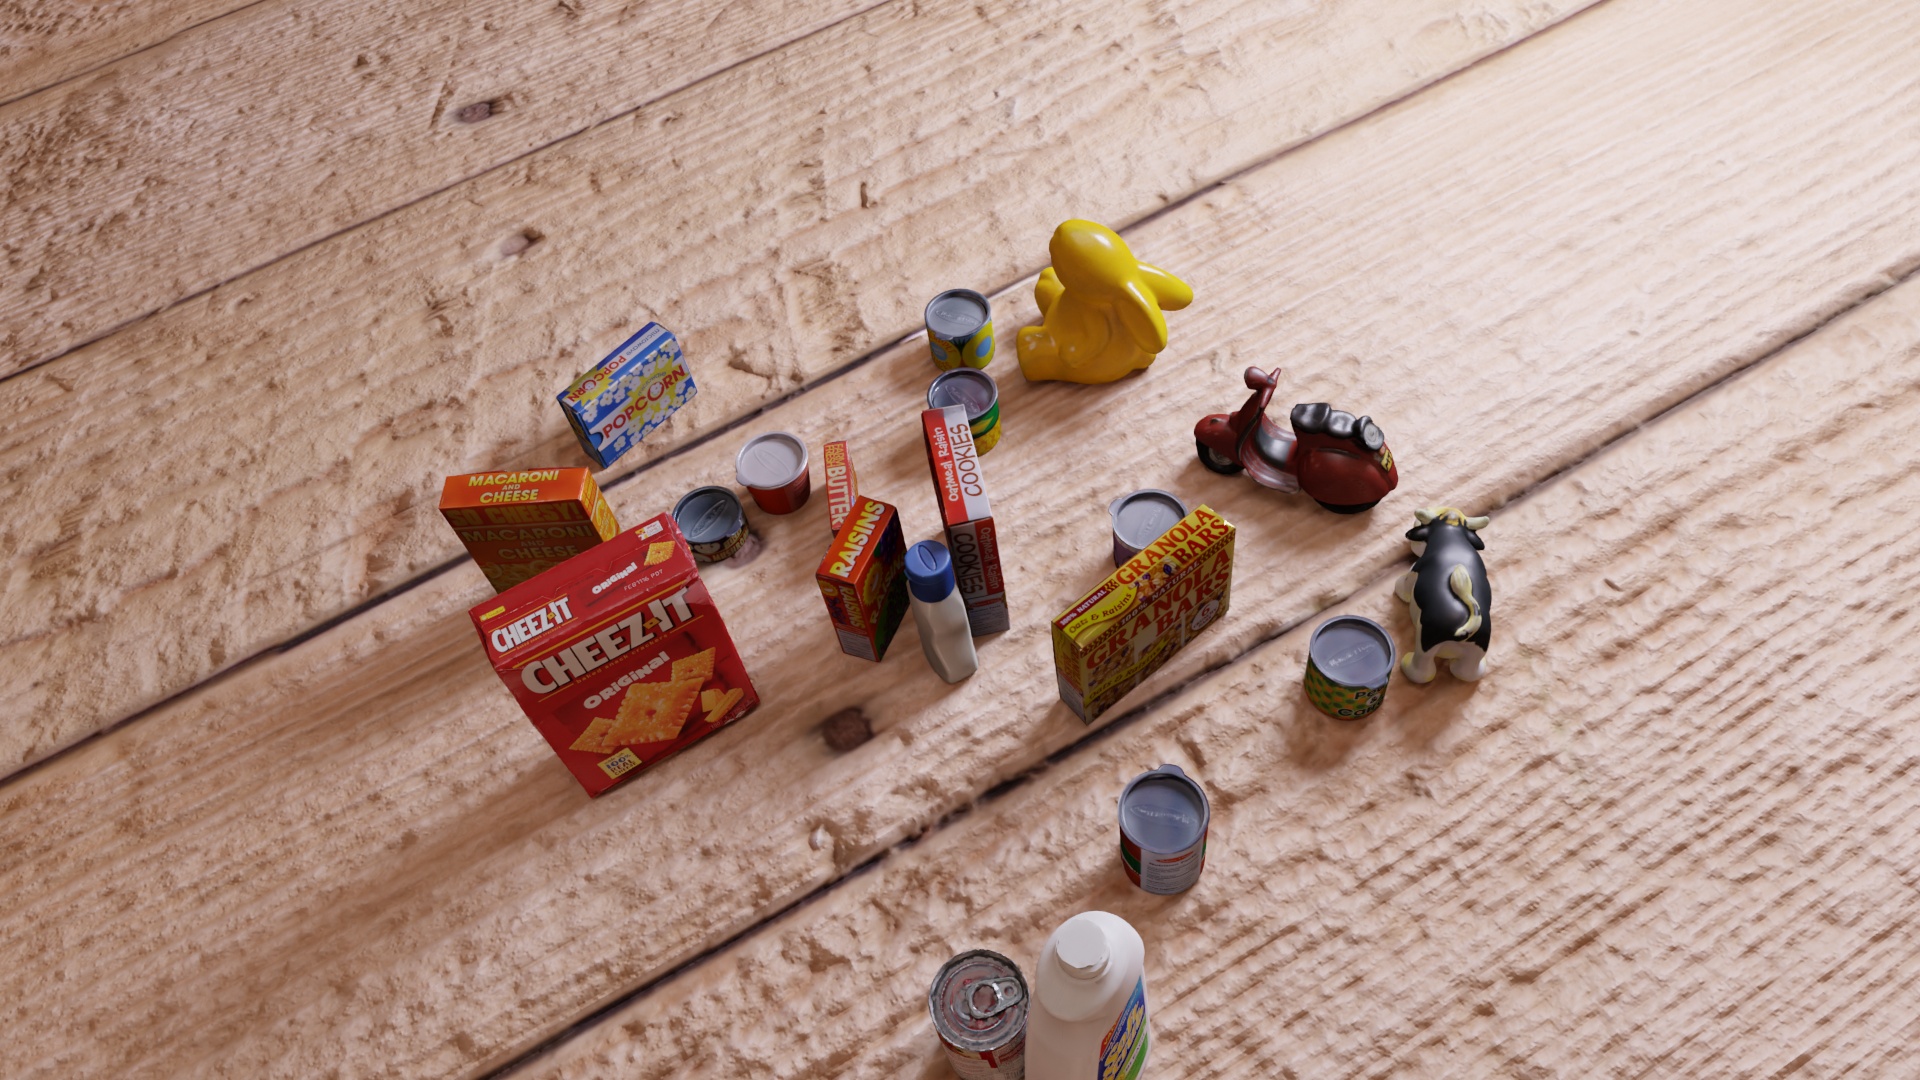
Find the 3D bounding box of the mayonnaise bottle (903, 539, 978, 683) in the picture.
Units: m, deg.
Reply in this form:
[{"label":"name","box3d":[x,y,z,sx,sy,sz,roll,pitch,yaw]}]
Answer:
[{"label":"mayonnaise bottle","box3d":[-0.017,0.056,1.136,0.041,0.147,0.065,-25,55,-10]}]

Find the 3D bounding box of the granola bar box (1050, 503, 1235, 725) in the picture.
[{"label":"granola bar box","box3d":[0.149,0.060,1.126,0.166,0.123,0.039,-36,58,-18]}]

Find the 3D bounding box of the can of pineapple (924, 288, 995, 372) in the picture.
[{"label":"can of pineapple","box3d":[-0.001,-0.206,1.380,0.071,0.057,0.071,-4,54,5]}]

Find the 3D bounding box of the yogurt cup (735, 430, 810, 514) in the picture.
[{"label":"yogurt cup","box3d":[-0.172,-0.061,1.299,0.072,0.053,0.073,-4,54,5]}]

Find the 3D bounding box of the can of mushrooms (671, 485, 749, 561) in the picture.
[{"label":"can of mushrooms","box3d":[-0.229,-0.014,1.286,0.071,0.033,0.071,-4,54,5]}]

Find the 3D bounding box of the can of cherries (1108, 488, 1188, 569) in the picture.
[{"label":"can of cherries","box3d":[0.163,-0.003,1.211,0.071,0.058,0.072,-4,54,5]}]

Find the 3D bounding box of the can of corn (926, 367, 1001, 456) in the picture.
[{"label":"can of corn","box3d":[0.002,-0.119,1.316,0.071,0.058,0.071,-4,54,5]}]

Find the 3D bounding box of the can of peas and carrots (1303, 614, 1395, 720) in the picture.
[{"label":"can of peas and carrots","box3d":[0.313,0.104,1.113,0.071,0.058,0.071,-4,54,5]}]

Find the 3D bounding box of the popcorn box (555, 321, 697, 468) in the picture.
[{"label":"popcorn box","box3d":[-0.324,-0.143,1.360,0.038,0.084,0.127,33,65,27]}]

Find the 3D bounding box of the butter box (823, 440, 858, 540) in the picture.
[{"label":"butter box","box3d":[-0.107,-0.037,1.274,0.024,0.053,0.104,-10,54,1]}]

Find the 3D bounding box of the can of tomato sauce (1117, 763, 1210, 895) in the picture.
[{"label":"can of tomato sauce","box3d":[0.151,0.217,1.038,0.071,0.082,0.071,-4,54,5]}]

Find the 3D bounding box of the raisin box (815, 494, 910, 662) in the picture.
[{"label":"raisin box","box3d":[-0.078,0.034,1.176,0.040,0.122,0.086,16,58,18]}]

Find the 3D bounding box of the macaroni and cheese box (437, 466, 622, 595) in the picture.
[{"label":"macaroni and cheese box","box3d":[-0.360,0.002,1.209,0.124,0.165,0.040,-4,54,5]}]

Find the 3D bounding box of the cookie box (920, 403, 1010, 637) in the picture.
[{"label":"cookie box","box3d":[0.004,-0.015,1.173,0.040,0.166,0.123,-13,54,-2]}]
